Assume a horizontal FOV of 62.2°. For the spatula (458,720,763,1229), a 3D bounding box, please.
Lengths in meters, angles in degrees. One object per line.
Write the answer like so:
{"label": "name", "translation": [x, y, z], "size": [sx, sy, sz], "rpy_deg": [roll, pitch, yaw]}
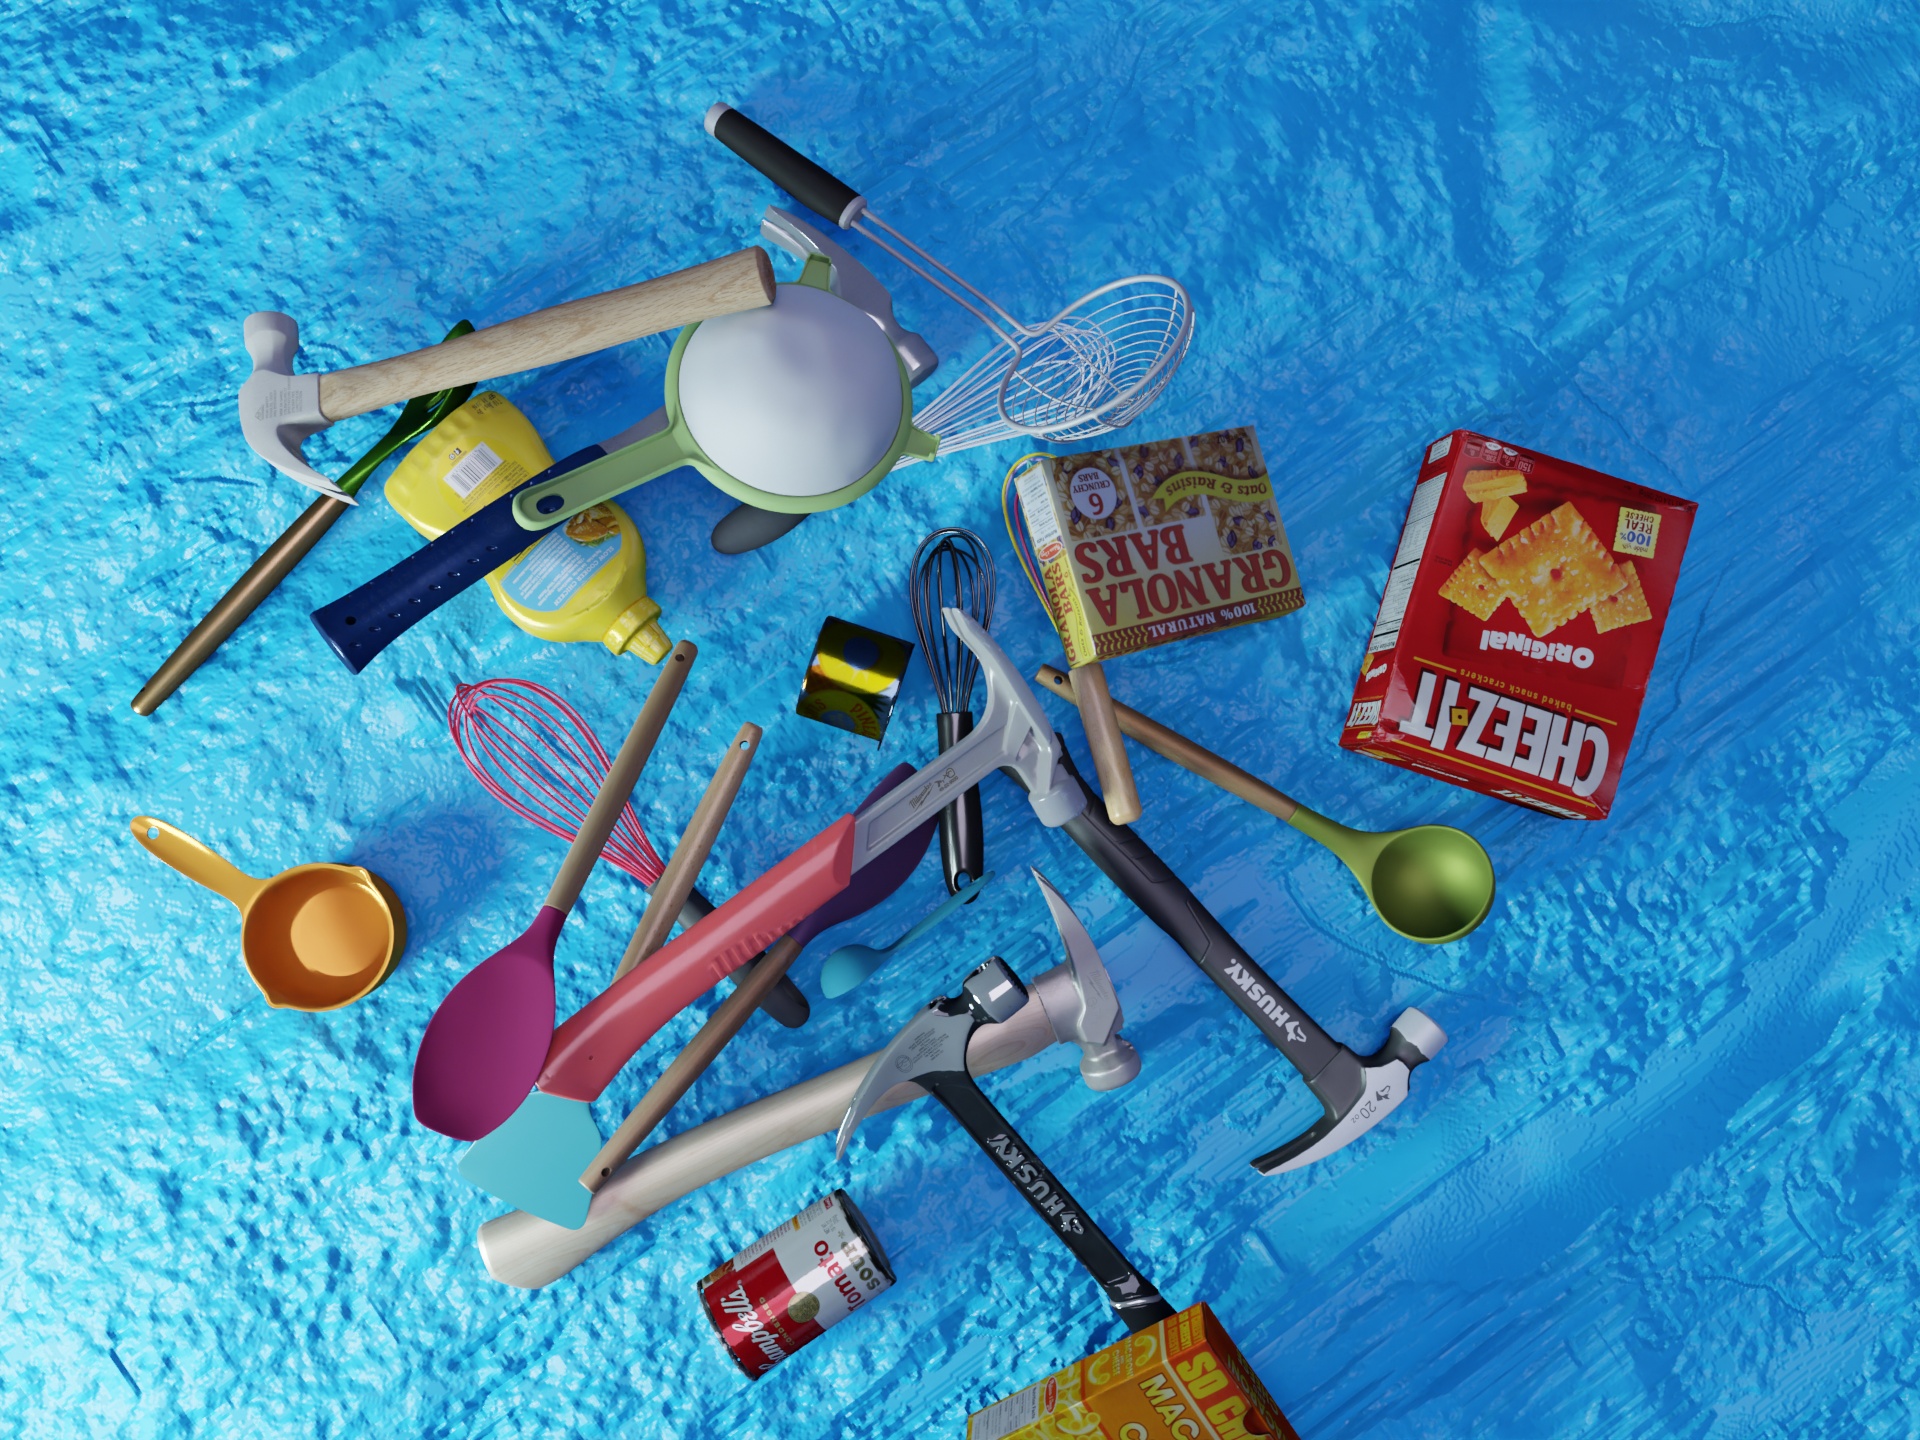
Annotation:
{"label": "spatula", "translation": [-0.192, 0.145, 0.938], "size": [0.082, 0.044, 0.317], "rpy_deg": [26, 83, -1]}

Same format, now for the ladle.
{"label": "ladle", "translation": [0.191, 0.044, 1.009], "size": [0.320, 0.062, 0.078], "rpy_deg": [29, 80, 0]}

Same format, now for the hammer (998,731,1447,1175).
{"label": "hammer", "translation": [0.144, 0.136, 1.009], "size": [0.146, 0.035, 0.335], "rpy_deg": [-44, 90, -7]}

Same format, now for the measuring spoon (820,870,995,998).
{"label": "measuring spoon", "translation": [-0.035, 0.124, 0.974], "size": [0.128, 0.042, 0.021], "rpy_deg": [-35, 97, -10]}

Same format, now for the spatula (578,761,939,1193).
{"label": "spatula", "translation": [-0.116, 0.154, 0.959], "size": [0.316, 0.018, 0.059], "rpy_deg": [-49, 117, -20]}

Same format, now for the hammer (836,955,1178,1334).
{"label": "hammer", "translation": [0.090, 0.340, 0.964], "size": [0.149, 0.036, 0.409], "rpy_deg": [-39, 98, 2]}

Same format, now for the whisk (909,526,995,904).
{"label": "whisk", "translation": [-0.001, -0.003, 1.003], "size": [0.055, 0.055, 0.239], "rpy_deg": [-3, 91, -5]}

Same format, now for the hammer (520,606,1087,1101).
{"label": "hammer", "translation": [-0.099, 0.089, 0.921], "size": [0.359, 0.037, 0.149], "rpy_deg": [-36, 104, -14]}

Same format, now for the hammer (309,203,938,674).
{"label": "hammer", "translation": [-0.206, -0.166, 0.956], "size": [0.405, 0.035, 0.144], "rpy_deg": [-39, 88, -20]}

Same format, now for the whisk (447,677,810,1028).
{"label": "whisk", "translation": [-0.198, 0.082, 0.973], "size": [0.073, 0.073, 0.296], "rpy_deg": [-45, 96, -6]}

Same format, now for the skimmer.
{"label": "skimmer", "translation": [-0.022, -0.290, 0.953], "size": [0.363, 0.090, 0.127], "rpy_deg": [38, 80, 14]}

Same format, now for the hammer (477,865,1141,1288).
{"label": "hammer", "translation": [-0.100, 0.231, 0.969], "size": [0.410, 0.038, 0.146], "rpy_deg": [-23, 103, -4]}

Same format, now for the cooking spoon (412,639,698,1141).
{"label": "cooking spoon", "translation": [-0.221, 0.087, 0.914], "size": [0.069, 0.017, 0.319], "rpy_deg": [19, 65, 7]}

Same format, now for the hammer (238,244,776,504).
{"label": "hammer", "translation": [-0.267, -0.215, 0.928], "size": [0.331, 0.031, 0.130], "rpy_deg": [-13, 71, 9]}

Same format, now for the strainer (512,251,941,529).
{"label": "strainer", "translation": [-0.140, -0.179, 0.919], "size": [0.256, 0.069, 0.151], "rpy_deg": [-29, 84, -20]}

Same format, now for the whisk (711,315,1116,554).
{"label": "whisk", "translation": [-0.031, -0.177, 1.009], "size": [0.284, 0.070, 0.070], "rpy_deg": [-27, 89, -1]}

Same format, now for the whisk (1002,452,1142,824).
{"label": "whisk", "translation": [0.076, -0.055, 0.998], "size": [0.047, 0.051, 0.245], "rpy_deg": [-12, 80, -13]}

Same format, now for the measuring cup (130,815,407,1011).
{"label": "measuring cup", "translation": [-0.415, 0.106, 0.956], "size": [0.173, 0.052, 0.095], "rpy_deg": [32, 84, 0]}

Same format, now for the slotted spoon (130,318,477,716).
{"label": "slotted spoon", "translation": [-0.399, -0.121, 0.979], "size": [0.314, 0.070, 0.031], "rpy_deg": [-48, 127, -1]}
